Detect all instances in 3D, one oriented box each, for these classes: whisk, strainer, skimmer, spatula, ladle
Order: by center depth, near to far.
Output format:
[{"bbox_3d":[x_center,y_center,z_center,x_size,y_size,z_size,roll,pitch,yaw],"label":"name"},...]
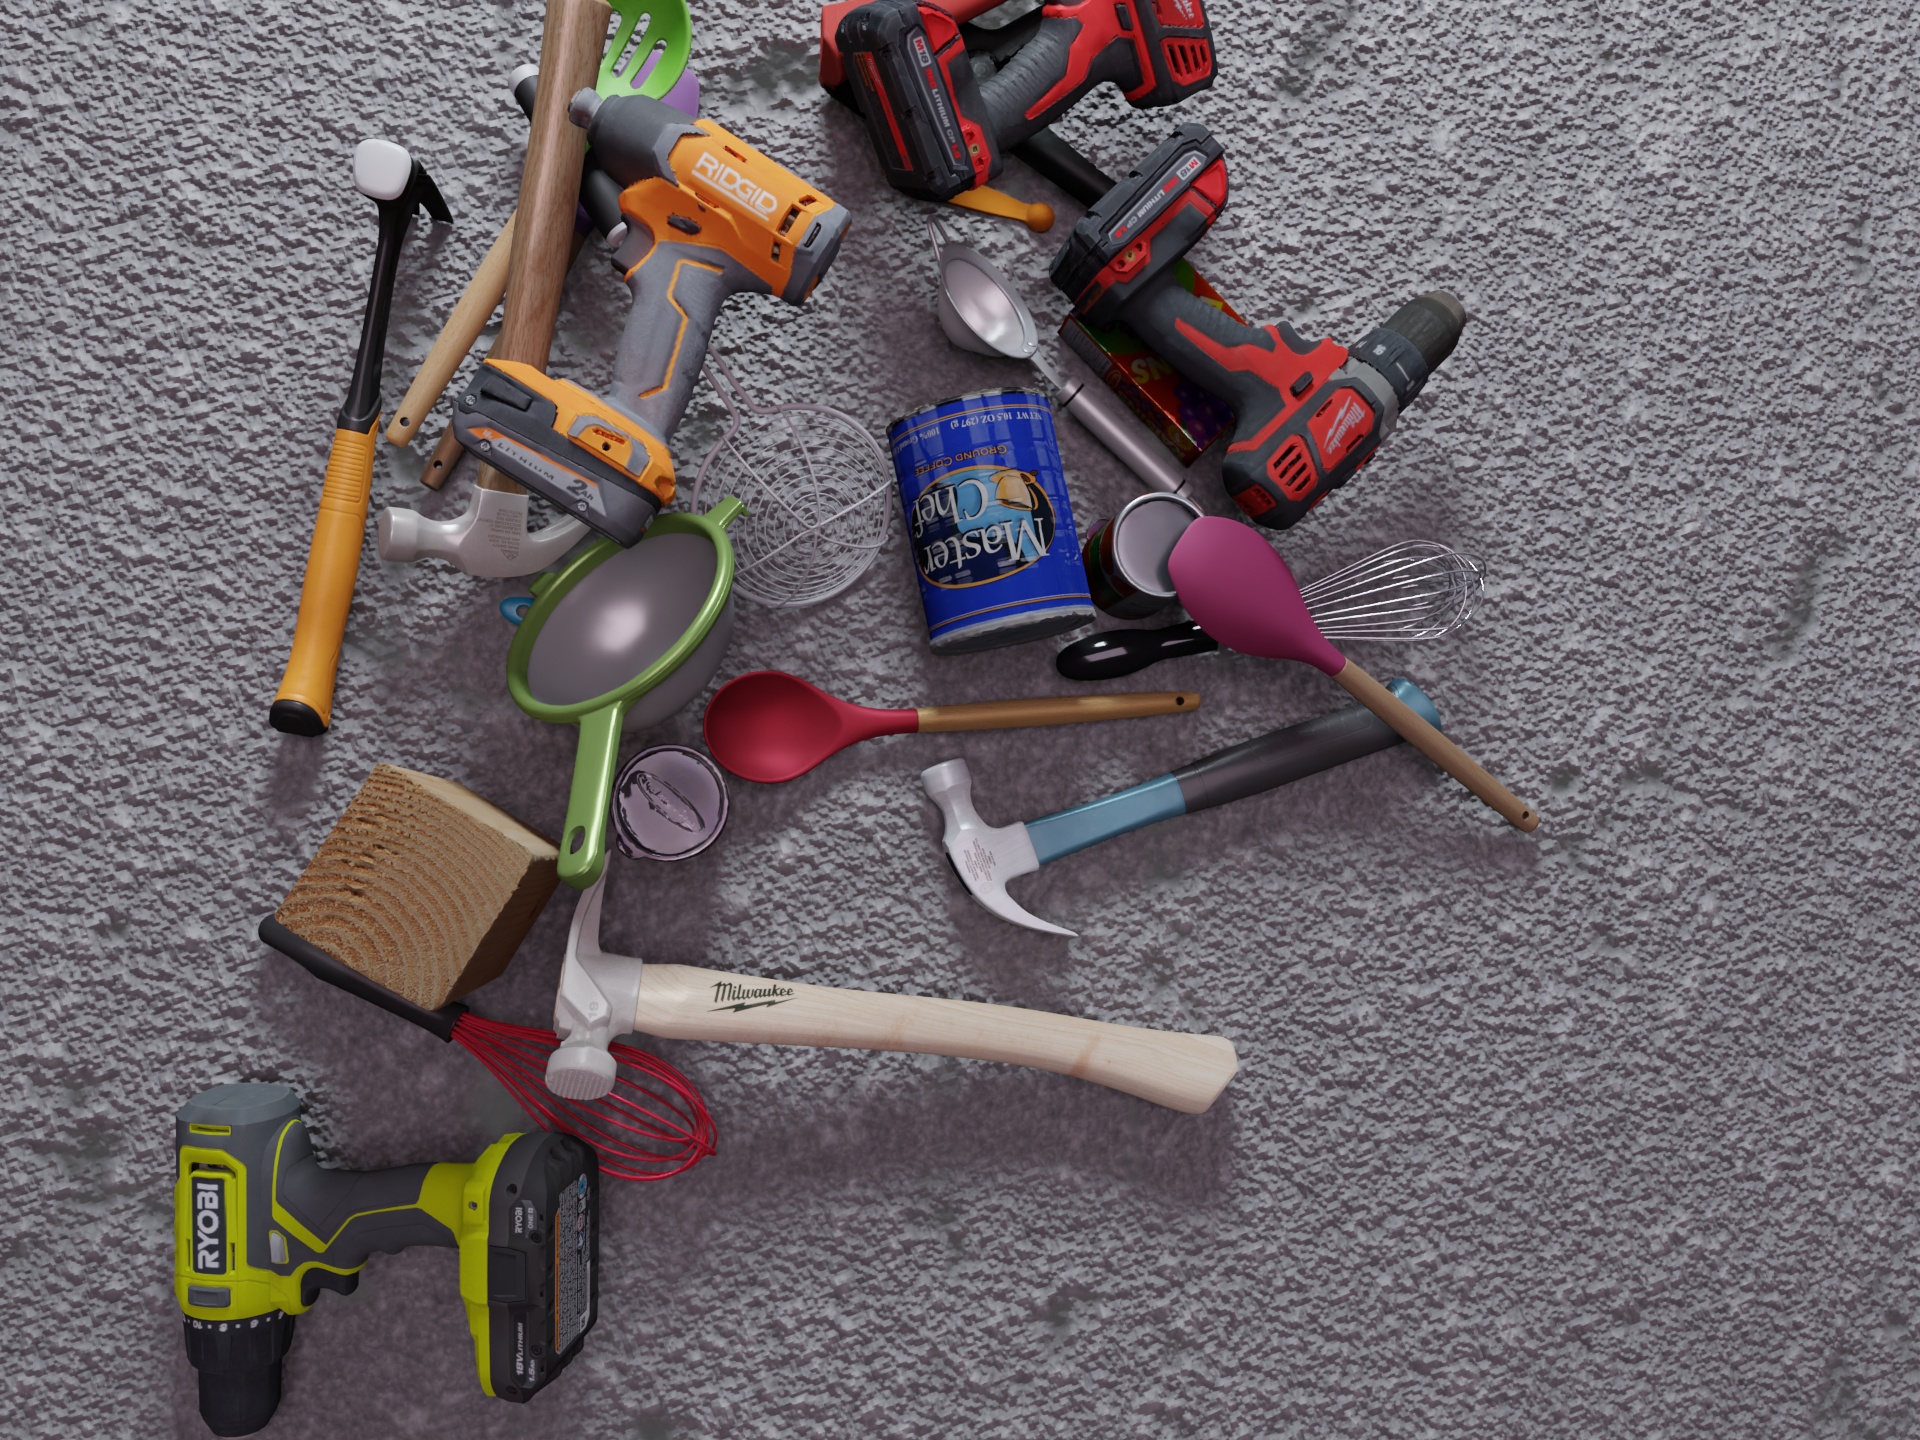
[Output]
[{"bbox_3d":[-0.179,-0.004,0.877,0.151,0.069,0.257,-19,46,19],"label":"strainer"},{"bbox_3d":[-0.274,0.185,0.920,0.296,0.073,0.073,27,82,0],"label":"whisk"},{"bbox_3d":[-0.171,-0.237,0.978,0.127,0.090,0.363,-32,83,-8],"label":"skimmer"},{"bbox_3d":[-0.250,-0.279,0.986,0.059,0.018,0.316,28,81,-7],"label":"spatula"},{"bbox_3d":[-0.002,-0.003,0.992,0.315,0.031,0.069,-4,88,-10],"label":"ladle"},{"bbox_3d":[0.061,-0.214,1.014,0.258,0.050,0.087,42,37,-8],"label":"strainer"},{"bbox_3d":[0.199,-0.063,1.015,0.284,0.070,0.070,-12,87,-4],"label":"whisk"}]

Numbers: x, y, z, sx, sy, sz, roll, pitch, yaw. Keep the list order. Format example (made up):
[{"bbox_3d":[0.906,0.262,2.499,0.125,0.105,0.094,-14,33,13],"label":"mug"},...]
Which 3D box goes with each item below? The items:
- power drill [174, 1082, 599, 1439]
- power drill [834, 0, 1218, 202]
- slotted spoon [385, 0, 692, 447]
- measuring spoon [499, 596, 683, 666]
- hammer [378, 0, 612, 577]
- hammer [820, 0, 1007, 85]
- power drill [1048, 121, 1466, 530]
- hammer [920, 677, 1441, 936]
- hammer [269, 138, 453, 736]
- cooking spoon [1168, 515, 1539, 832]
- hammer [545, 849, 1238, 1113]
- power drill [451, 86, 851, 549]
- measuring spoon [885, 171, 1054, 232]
[{"bbox_3d":[-0.321,0.304,0.872,0.228,0.080,0.190,1,93,9],"label":"power drill"},{"bbox_3d":[0.045,-0.413,0.955,0.219,0.079,0.143,-29,119,-13],"label":"power drill"},{"bbox_3d":[-0.252,-0.297,0.929,0.070,0.031,0.314,30,87,-11],"label":"slotted spoon"},{"bbox_3d":[-0.217,-0.054,0.967,0.128,0.021,0.042,15,83,-8],"label":"measuring spoon"},{"bbox_3d":[-0.243,-0.244,0.915,0.130,0.031,0.331,5,105,-33],"label":"hammer"},{"bbox_3d":[0.067,-0.488,1.016,0.359,0.036,0.149,-33,81,-16],"label":"hammer"},{"bbox_3d":[0.187,-0.254,0.978,0.188,0.080,0.226,-44,94,-10],"label":"power drill"},{"bbox_3d":[0.149,0.040,1.006,0.331,0.033,0.128,-18,87,-9],"label":"hammer"},{"bbox_3d":[-0.355,-0.157,0.931,0.034,0.127,0.337,12,93,-9],"label":"hammer"},{"bbox_3d":[0.252,-0.019,0.988,0.318,0.017,0.069,36,82,-19],"label":"cooking spoon"},{"bbox_3d":[-0.030,0.173,0.951,0.410,0.038,0.146,10,50,-14],"label":"hammer"},{"bbox_3d":[-0.185,-0.228,0.878,0.164,0.084,0.226,32,87,-8],"label":"power drill"},{"bbox_3d":[0.006,-0.343,1.032,0.117,0.011,0.021,17,83,-6],"label":"measuring spoon"}]
